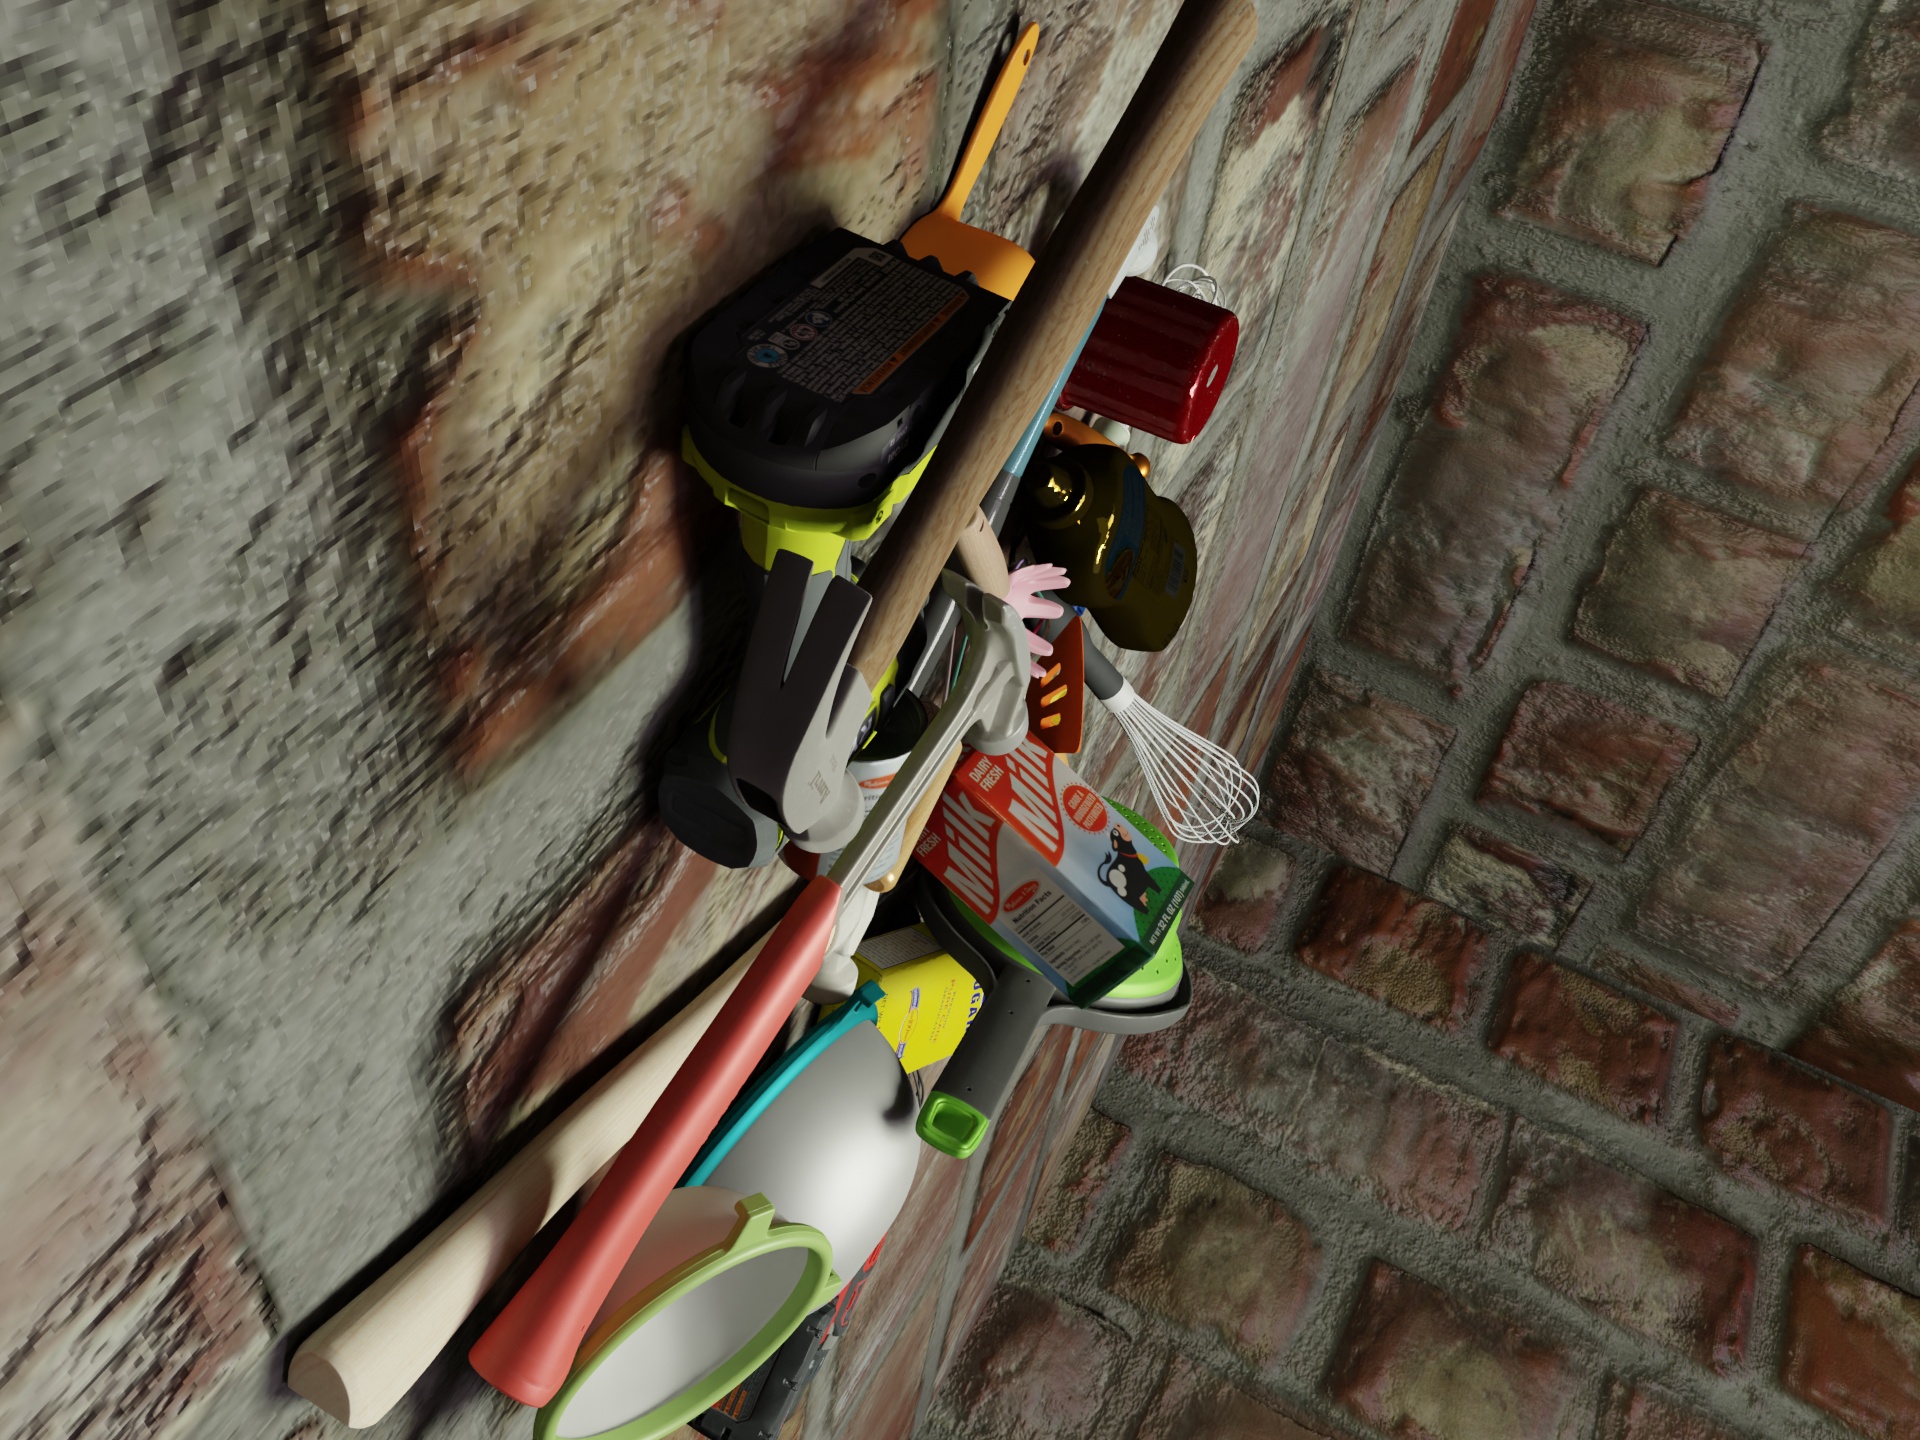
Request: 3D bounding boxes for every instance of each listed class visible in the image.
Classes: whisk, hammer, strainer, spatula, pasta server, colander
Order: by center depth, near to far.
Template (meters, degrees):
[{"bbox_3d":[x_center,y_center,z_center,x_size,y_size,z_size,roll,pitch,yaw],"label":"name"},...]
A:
[{"bbox_3d":[0.017,-0.114,0.529,0.331,0.031,0.130,-61,168,-12],"label":"hammer"},{"bbox_3d":[-0.079,0.108,0.645,0.359,0.037,0.149,-56,164,-13],"label":"hammer"},{"bbox_3d":[-0.178,0.290,0.709,0.256,0.069,0.151,-35,149,-12],"label":"strainer"},{"bbox_3d":[-0.139,0.154,0.725,0.411,0.038,0.146,-40,149,-58],"label":"hammer"},{"bbox_3d":[0.021,-0.064,0.731,0.316,0.040,0.060,35,70,-84],"label":"pasta server"},{"bbox_3d":[0.016,-0.115,0.812,0.331,0.033,0.128,-64,174,7],"label":"hammer"},{"bbox_3d":[-0.002,-0.001,0.874,0.051,0.047,0.245,52,45,-28],"label":"whisk"},{"bbox_3d":[-0.091,0.290,0.929,0.211,0.095,0.340,-47,165,-23],"label":"strainer"},{"bbox_3d":[0.057,0.133,0.990,0.094,0.204,0.397,-66,172,22],"label":"colander"},{"bbox_3d":[0.101,-0.193,1.018,0.059,0.058,0.246,44,70,-38],"label":"whisk"},{"bbox_3d":[0.068,0.015,1.051,0.322,0.041,0.081,64,26,-75],"label":"spatula"},{"bbox_3d":[0.119,0.001,1.068,0.284,0.070,0.070,45,65,-37],"label":"whisk"},{"bbox_3d":[-0.046,0.218,1.132,0.055,0.055,0.238,-49,154,-47],"label":"whisk"}]

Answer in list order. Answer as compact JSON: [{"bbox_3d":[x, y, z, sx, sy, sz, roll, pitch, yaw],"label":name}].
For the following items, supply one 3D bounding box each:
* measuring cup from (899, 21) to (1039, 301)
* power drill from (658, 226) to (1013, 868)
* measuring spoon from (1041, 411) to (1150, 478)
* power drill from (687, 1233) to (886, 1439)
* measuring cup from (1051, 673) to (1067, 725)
[{"bbox_3d":[0.016,-0.203,0.671,0.173,0.052,0.095,-66,165,9],"label":"measuring cup"},{"bbox_3d":[-0.049,-0.067,0.625,0.171,0.080,0.223,-53,164,-41],"label":"power drill"},{"bbox_3d":[0.084,-0.165,0.966,0.116,0.011,0.021,12,99,-51],"label":"measuring spoon"},{"bbox_3d":[-0.131,0.446,1.139,0.188,0.080,0.226,-65,168,-1],"label":"power drill"},{"bbox_3d":[0.054,-0.032,1.147,0.062,0.029,0.156,-57,151,-30],"label":"measuring cup"}]
